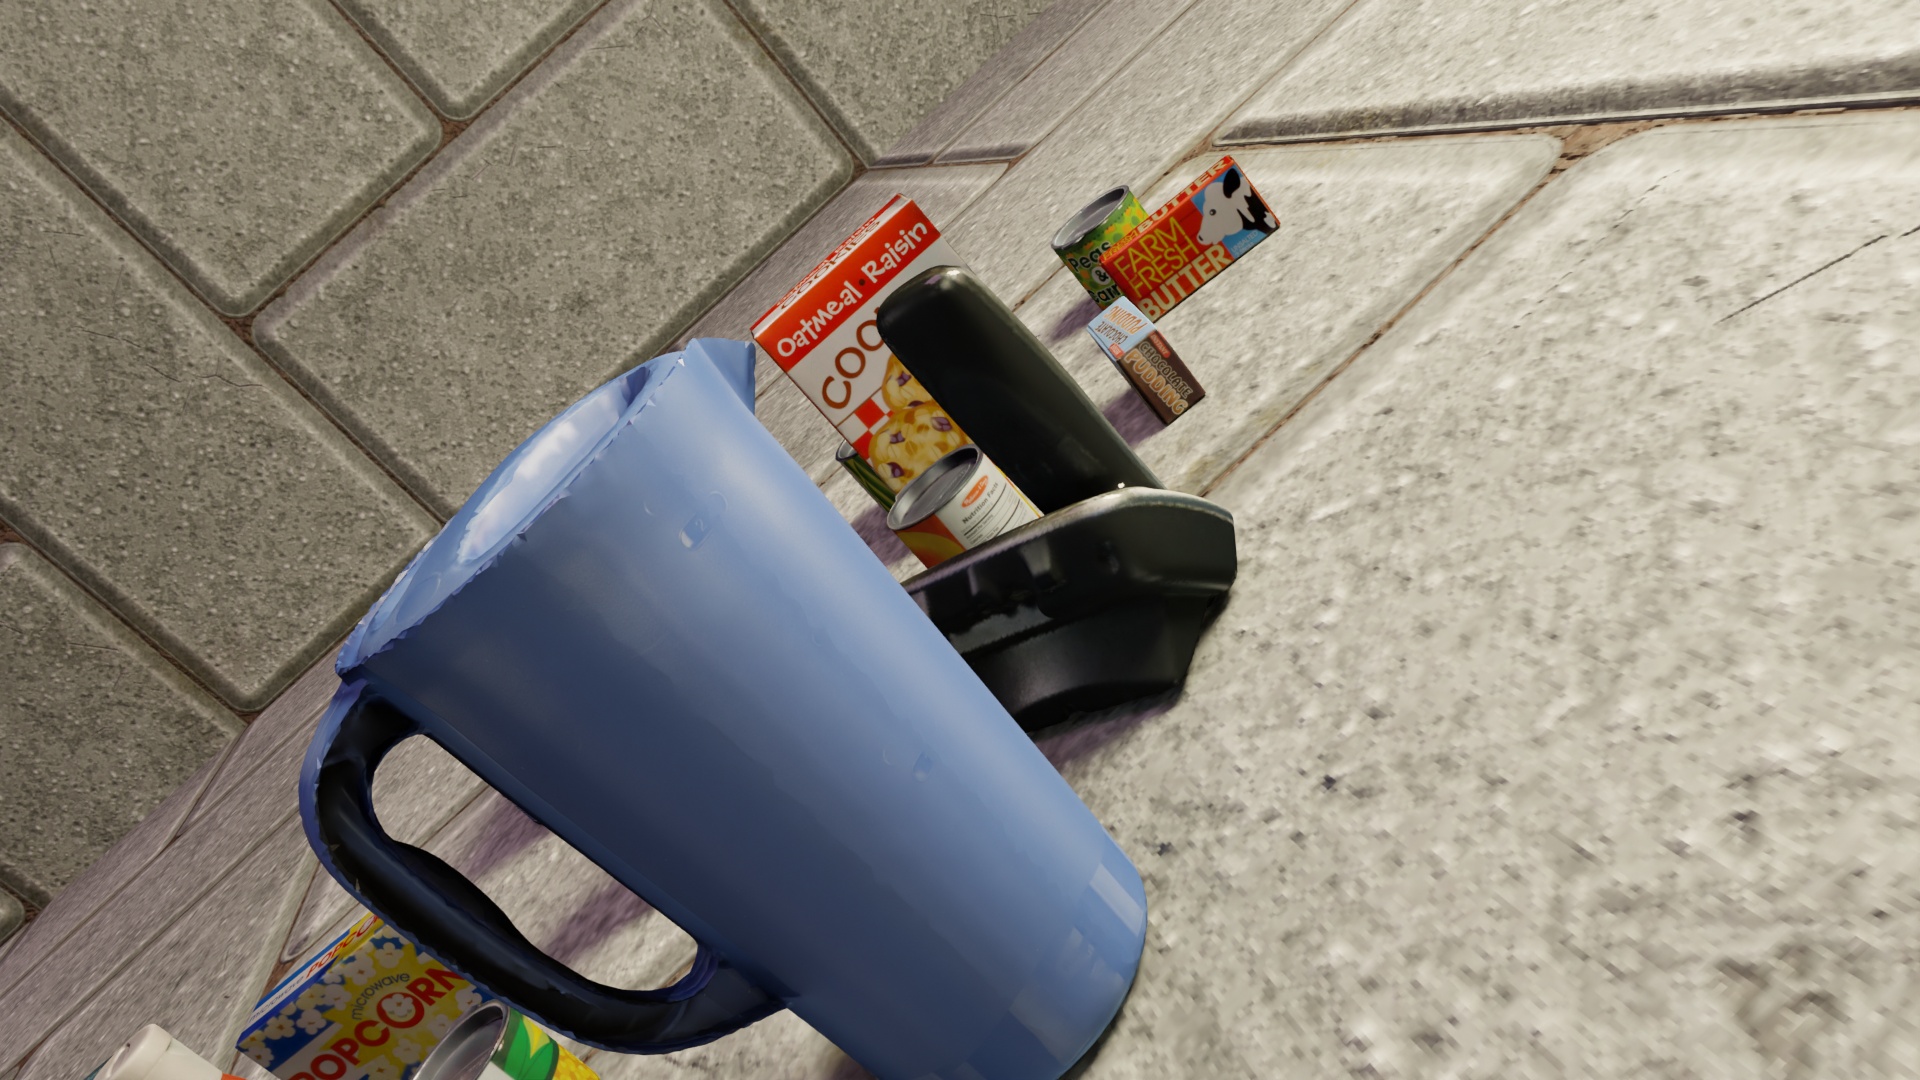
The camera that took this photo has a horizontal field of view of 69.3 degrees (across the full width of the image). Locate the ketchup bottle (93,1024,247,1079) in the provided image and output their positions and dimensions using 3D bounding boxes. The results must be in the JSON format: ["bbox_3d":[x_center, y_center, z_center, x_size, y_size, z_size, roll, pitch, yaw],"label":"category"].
[{"bbox_3d":[-0.311,0.272,0.613,0.043,0.148,0.064,-47,20,-15],"label":"ketchup bottle"}]

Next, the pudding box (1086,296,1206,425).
[{"bbox_3d":[0.101,-0.101,0.771,0.030,0.049,0.084,-39,20,9],"label":"pudding box"}]

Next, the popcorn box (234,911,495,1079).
[{"bbox_3d":[-0.311,0.251,0.750,0.126,0.085,0.038,-38,20,9],"label":"popcorn box"}]

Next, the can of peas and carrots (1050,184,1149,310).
[{"bbox_3d":[0.105,-0.200,0.955,0.071,0.058,0.071,-36,21,16],"label":"can of peas and carrots"}]

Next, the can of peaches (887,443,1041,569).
[{"bbox_3d":[0.003,-0.009,0.751,0.071,0.058,0.071,-36,21,16],"label":"can of peaches"}]

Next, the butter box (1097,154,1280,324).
[{"bbox_3d":[0.142,-0.187,0.869,0.103,0.053,0.024,-37,20,14],"label":"butter box"}]

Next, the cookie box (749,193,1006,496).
[{"bbox_3d":[-0.026,-0.104,0.840,0.123,0.167,0.040,-42,20,0],"label":"cookie box"}]

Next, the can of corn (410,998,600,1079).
[{"bbox_3d":[-0.199,0.242,0.602,0.071,0.058,0.071,-36,21,16],"label":"can of corn"}]

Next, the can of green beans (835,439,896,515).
[{"bbox_3d":[-0.040,-0.055,0.925,0.071,0.057,0.071,-36,21,16],"label":"can of green beans"}]
